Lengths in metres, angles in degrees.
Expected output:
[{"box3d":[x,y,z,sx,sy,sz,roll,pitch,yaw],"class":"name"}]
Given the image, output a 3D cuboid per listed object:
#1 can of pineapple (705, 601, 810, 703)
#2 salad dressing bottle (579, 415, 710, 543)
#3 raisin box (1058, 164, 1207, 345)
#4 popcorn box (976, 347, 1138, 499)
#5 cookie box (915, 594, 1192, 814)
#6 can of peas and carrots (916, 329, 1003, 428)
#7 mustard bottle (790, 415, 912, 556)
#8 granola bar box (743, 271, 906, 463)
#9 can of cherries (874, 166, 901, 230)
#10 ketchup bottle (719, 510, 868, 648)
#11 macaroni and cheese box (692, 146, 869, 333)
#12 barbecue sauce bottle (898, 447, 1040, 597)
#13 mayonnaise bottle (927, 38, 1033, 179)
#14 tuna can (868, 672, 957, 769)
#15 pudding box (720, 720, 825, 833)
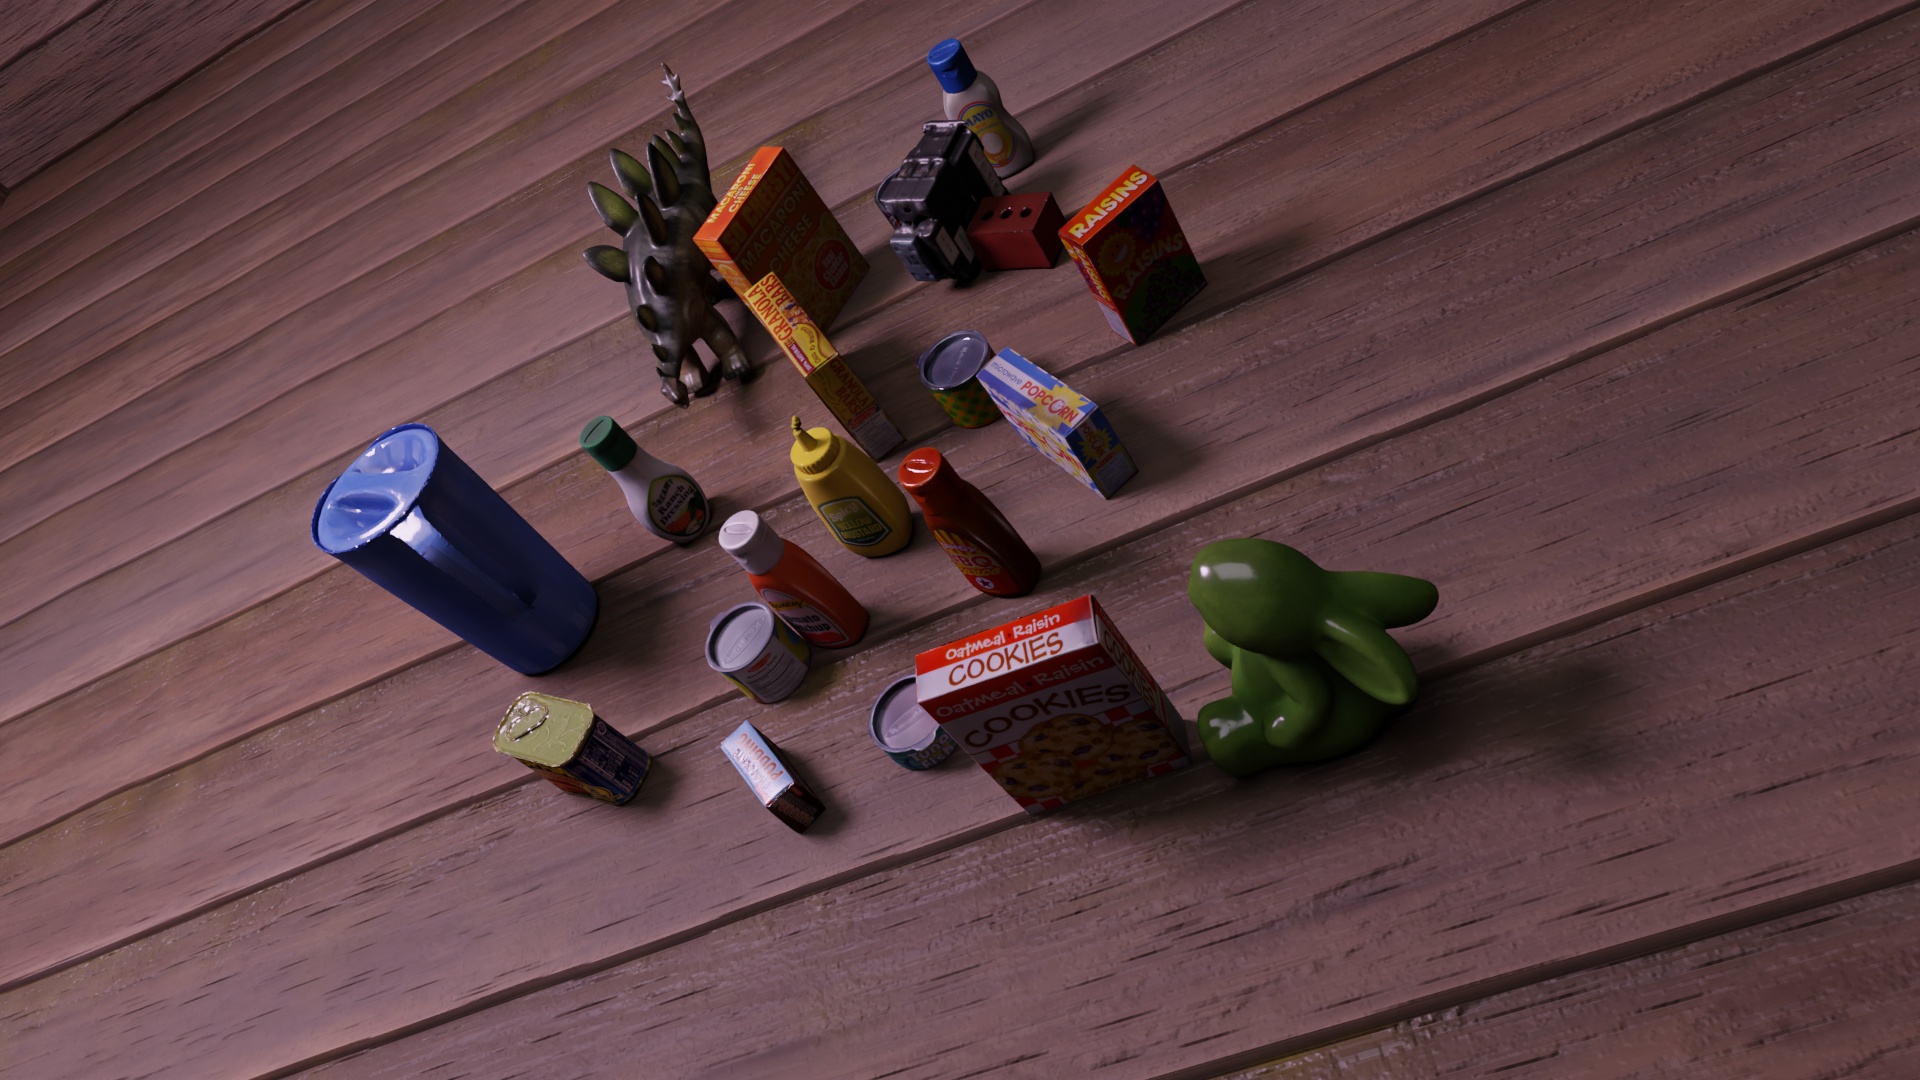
[{"box3d":[-0.166,0.091,1.138,0.071,0.057,0.071,-17,48,21],"class":"can of pineapple"},{"box3d":[-0.288,-0.056,1.269,0.044,0.147,0.064,24,71,42],"class":"salad dressing bottle"},{"box3d":[0.145,-0.236,1.155,0.086,0.123,0.040,-42,44,-3],"class":"raisin box"},{"box3d":[0.076,-0.095,1.114,0.038,0.085,0.127,-44,45,-5],"class":"popcorn box"},{"box3d":[0.063,0.110,0.900,0.123,0.167,0.040,-21,47,17],"class":"cookie box"},{"box3d":[0.005,-0.140,1.214,0.071,0.058,0.071,-17,48,21],"class":"can of peas and carrots"},{"box3d":[-0.098,-0.047,1.132,0.065,0.159,0.049,-15,49,23],"class":"mustard bottle"},{"box3d":[-0.125,-0.158,1.264,0.039,0.124,0.166,-38,44,1],"class":"granola bar box"},{"box3d":[-0.045,-0.336,1.402,0.071,0.058,0.072,-17,48,21],"class":"can of cherries"},{"box3d":[-0.135,0.031,1.101,0.064,0.148,0.044,0,56,33],"class":"ketchup bottle"},{"box3d":[-0.173,-0.282,1.363,0.040,0.166,0.124,13,64,39],"class":"macaroni and cheese box"},{"box3d":[0.004,-0.013,1.049,0.065,0.148,0.044,8,61,37],"class":"barbecue sauce bottle"},{"box3d":[0.016,-0.424,1.369,0.064,0.147,0.041,-22,47,17],"class":"mayonnaise bottle"},{"box3d":[-0.031,0.137,1.034,0.071,0.032,0.071,-17,48,20],"class":"tuna can"},{"box3d":[-0.144,0.180,1.059,0.030,0.049,0.084,-44,45,-5],"class":"pudding box"}]
